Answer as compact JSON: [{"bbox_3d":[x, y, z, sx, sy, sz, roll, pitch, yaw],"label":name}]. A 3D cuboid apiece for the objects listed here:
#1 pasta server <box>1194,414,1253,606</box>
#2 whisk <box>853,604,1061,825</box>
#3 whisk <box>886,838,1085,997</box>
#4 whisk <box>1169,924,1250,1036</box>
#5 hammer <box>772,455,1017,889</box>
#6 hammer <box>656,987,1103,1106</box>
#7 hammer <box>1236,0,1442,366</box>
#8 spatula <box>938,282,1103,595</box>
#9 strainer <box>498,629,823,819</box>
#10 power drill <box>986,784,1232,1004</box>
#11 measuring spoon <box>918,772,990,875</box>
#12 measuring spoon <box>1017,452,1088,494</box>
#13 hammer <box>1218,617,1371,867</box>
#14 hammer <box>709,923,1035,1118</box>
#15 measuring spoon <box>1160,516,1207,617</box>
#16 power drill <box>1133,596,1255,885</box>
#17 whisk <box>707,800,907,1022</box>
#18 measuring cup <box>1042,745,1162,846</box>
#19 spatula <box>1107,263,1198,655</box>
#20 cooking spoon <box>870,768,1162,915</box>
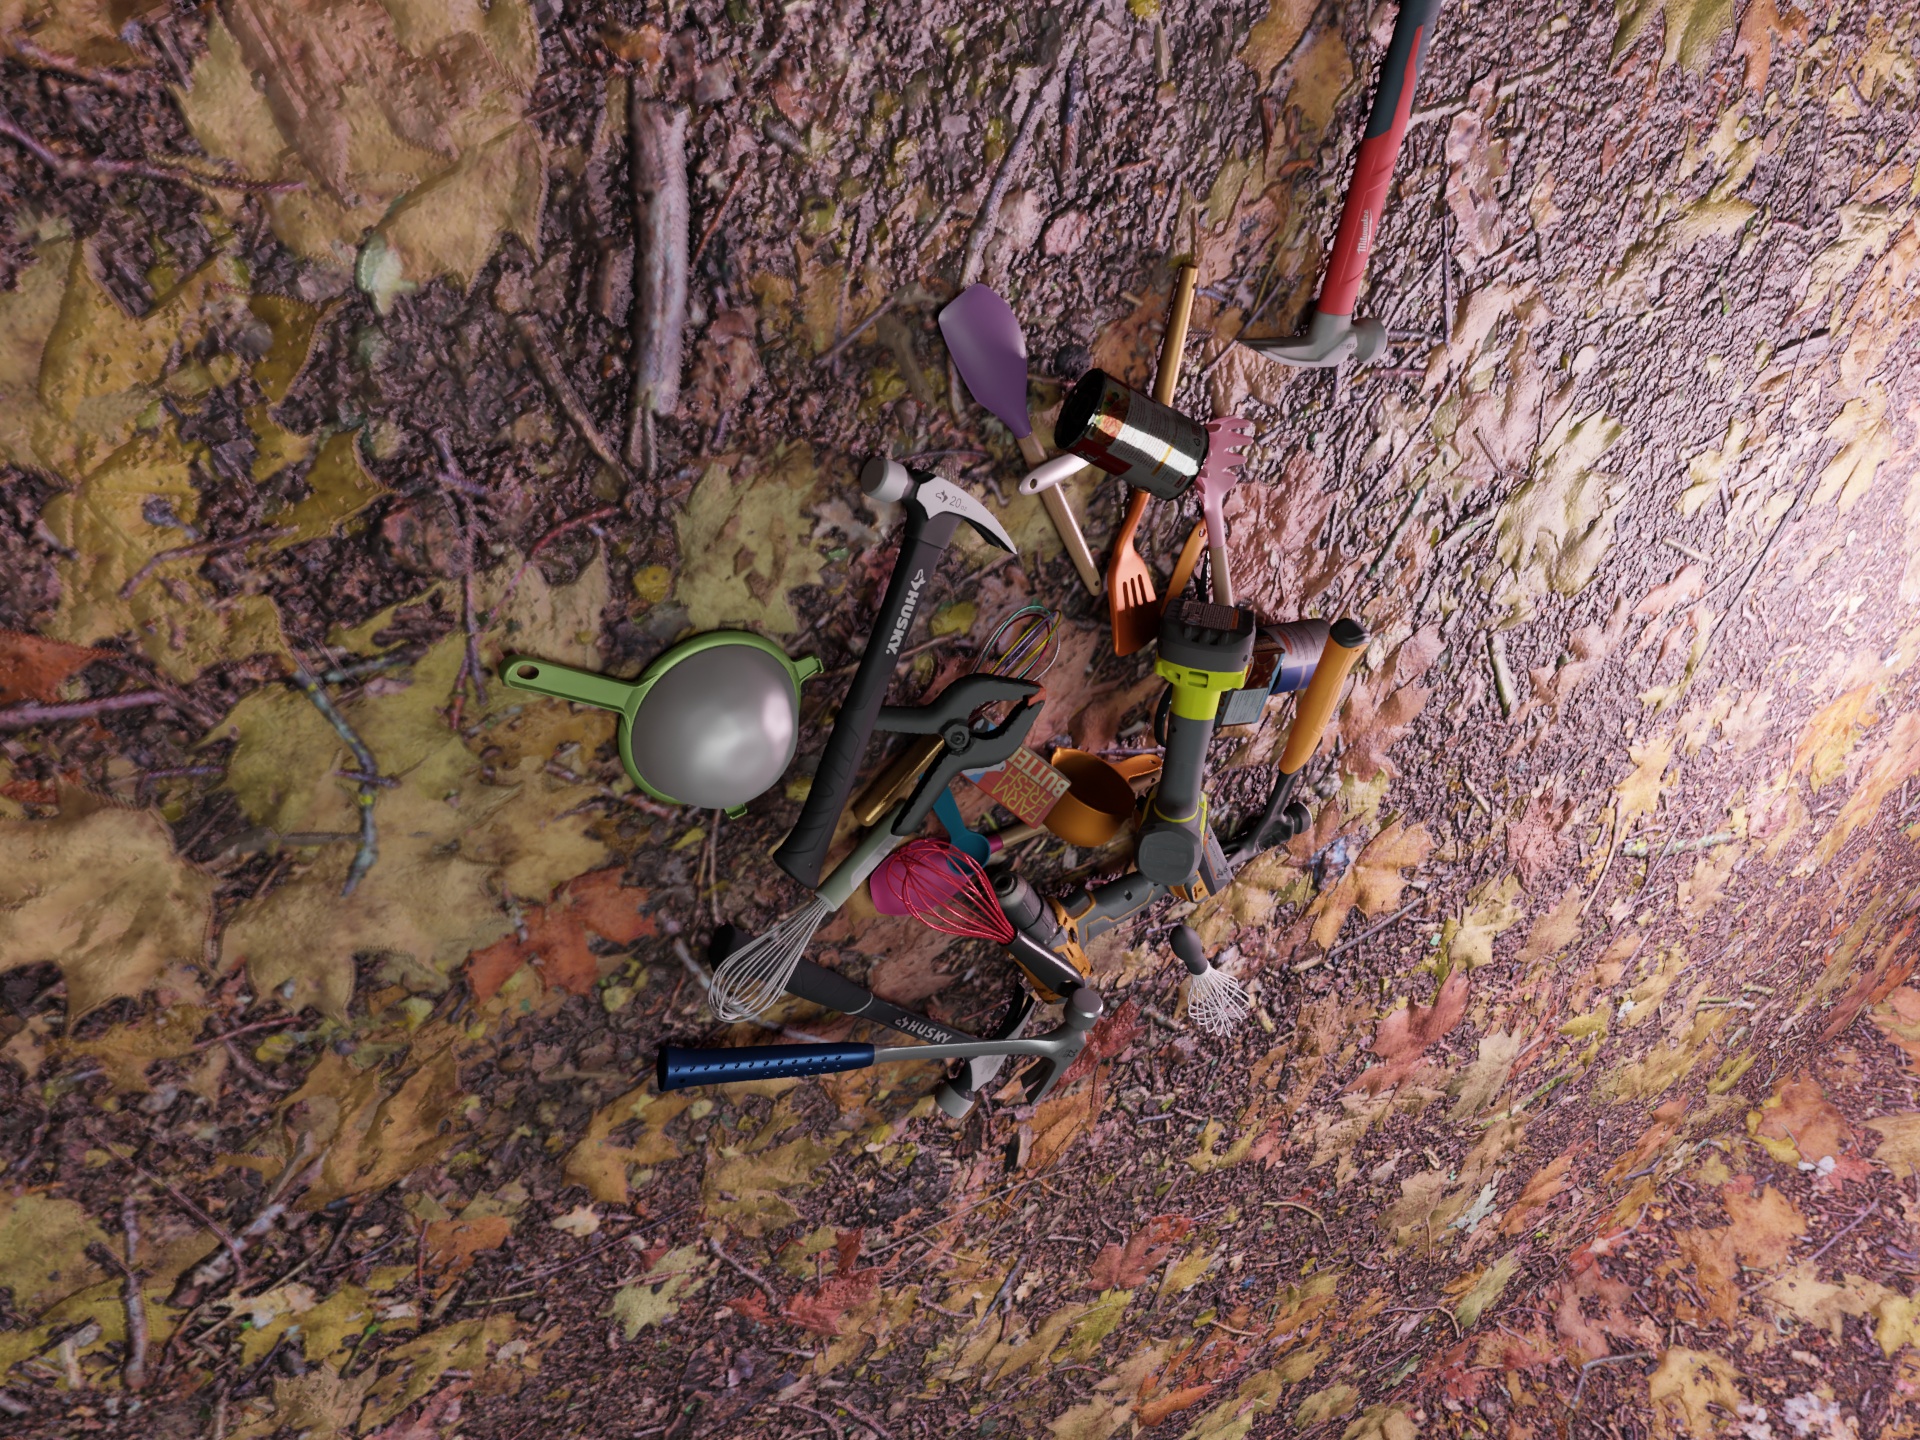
[{"bbox_3d":[0.235,-0.132,1.406,0.060,0.040,0.315,-38,135,-27],"label":"pasta server"},{"bbox_3d":[-0.002,-0.004,1.329,0.245,0.047,0.051,-47,137,5],"label":"whisk"},{"bbox_3d":[0.031,0.183,1.417,0.073,0.073,0.295,-47,132,1],"label":"whisk"},{"bbox_3d":[0.257,0.269,1.670,0.070,0.070,0.284,-41,148,-5],"label":"whisk"},{"bbox_3d":[-0.066,-0.026,1.228,0.146,0.035,0.335,15,98,-42],"label":"hammer"},{"bbox_3d":[-0.073,0.308,1.445,0.405,0.035,0.144,2,132,-24],"label":"hammer"},{"bbox_3d":[0.322,-0.467,1.245,0.143,0.038,0.386,-9,125,-30],"label":"hammer"},{"bbox_3d":[0.060,-0.209,1.246,0.060,0.018,0.315,-41,135,-11],"label":"spatula"},{"bbox_3d":[-0.211,0.002,1.156,0.256,0.069,0.151,16,109,-44],"label":"strainer"},{"bbox_3d":[0.135,0.157,1.522,0.226,0.084,0.185,-36,135,-4],"label":"power drill"},{"bbox_3d":[-0.012,0.080,1.393,0.042,0.021,0.128,-29,117,-9],"label":"measuring spoon"},{"bbox_3d":[0.092,-0.202,1.256,0.124,0.018,0.034,-30,128,-35],"label":"measuring spoon"},{"bbox_3d":[0.322,0.026,1.536,0.127,0.034,0.336,-22,147,-23],"label":"hammer"},{"bbox_3d":[-0.079,0.261,1.466,0.149,0.036,0.408,-52,135,4],"label":"hammer"},{"bbox_3d":[0.198,-0.126,1.413,0.021,0.011,0.117,3,118,-38],"label":"measuring spoon"},{"bbox_3d":[0.200,0.013,1.393,0.171,0.080,0.223,-54,153,-70],"label":"power drill"},{"bbox_3d":[-0.118,0.157,1.327,0.246,0.059,0.057,-46,143,-21],"label":"whisk"},{"bbox_3d":[0.132,0.066,1.465,0.173,0.095,0.052,-15,143,-54],"label":"measuring cup"},{"bbox_3d":[0.162,-0.210,1.306,0.081,0.041,0.322,-28,136,-49],"label":"spatula"},{"bbox_3d":[0.057,0.102,1.464,0.319,0.017,0.068,-21,114,-24],"label":"cooking spoon"}]
